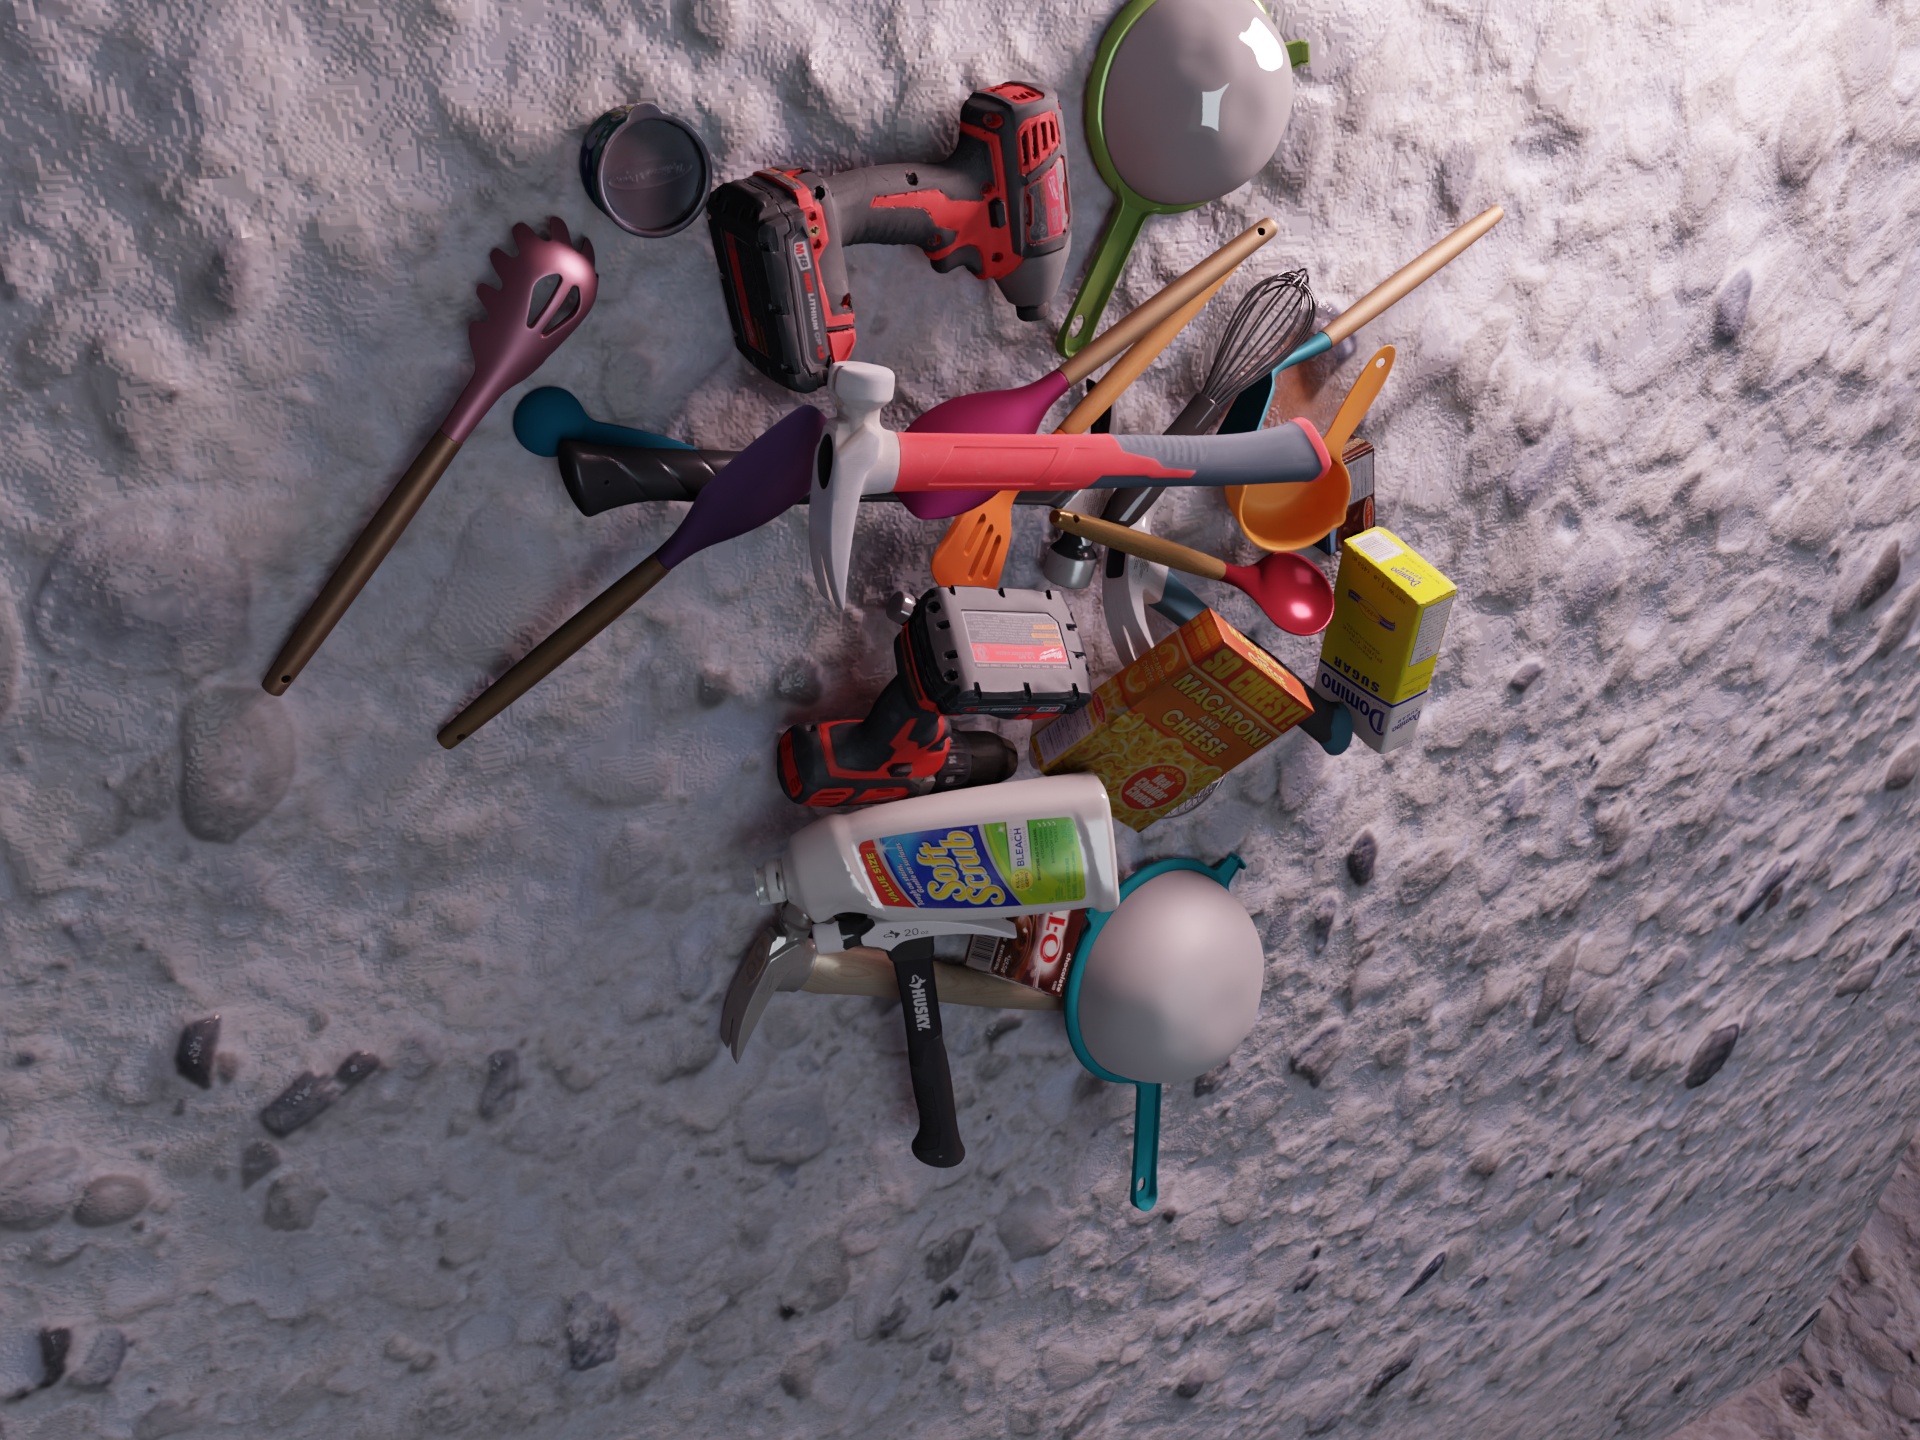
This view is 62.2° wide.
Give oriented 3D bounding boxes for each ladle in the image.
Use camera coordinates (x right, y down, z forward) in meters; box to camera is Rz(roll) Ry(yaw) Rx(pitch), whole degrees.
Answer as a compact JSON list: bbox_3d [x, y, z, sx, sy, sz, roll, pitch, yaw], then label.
[{"bbox_3d":[0.173,-0.113,1.155,0.315,0.031,0.069,11,69,-44],"label":"ladle"}]

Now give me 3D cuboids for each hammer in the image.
[{"bbox_3d":[-0.022,0.254,1.261,0.146,0.035,0.334,-8,133,-2],"label":"hammer"},{"bbox_3d":[-0.004,0.227,1.323,0.410,0.038,0.146,13,112,-39],"label":"hammer"},{"bbox_3d":[-0.060,-0.156,1.024,0.408,0.036,0.149,-4,119,-35],"label":"hammer"},{"bbox_3d":[0.083,-0.151,1.019,0.386,0.038,0.143,-6,116,-32],"label":"hammer"},{"bbox_3d":[0.216,-0.055,1.241,0.330,0.033,0.128,32,67,-41],"label":"hammer"}]

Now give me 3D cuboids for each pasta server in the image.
[{"bbox_3d":[-0.303,-0.142,0.894,0.060,0.040,0.316,29,104,-42],"label":"pasta server"}]

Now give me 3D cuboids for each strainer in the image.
[{"bbox_3d":[0.136,-0.344,1.019,0.151,0.069,0.256,13,109,-39],"label":"strainer"},{"bbox_3d":[0.195,0.294,1.401,0.211,0.095,0.340,-10,109,-37],"label":"strainer"}]

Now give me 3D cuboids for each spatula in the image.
[{"bbox_3d":[0.092,-0.202,1.055,0.322,0.041,0.080,-47,142,-4],"label":"spatula"},{"bbox_3d":[-0.197,-0.080,0.961,0.316,0.018,0.059,-37,144,10],"label":"spatula"},{"bbox_3d":[0.293,-0.285,1.177,0.317,0.082,0.044,-38,100,-13],"label":"spatula"}]

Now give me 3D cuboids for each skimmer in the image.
[{"bbox_3d":[0.082,-0.023,1.221,0.363,0.090,0.127,26,99,-31],"label":"skimmer"}]

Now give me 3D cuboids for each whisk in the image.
[{"bbox_3d":[0.172,-0.223,1.123,0.239,0.055,0.055,-52,133,-2],"label":"whisk"}]

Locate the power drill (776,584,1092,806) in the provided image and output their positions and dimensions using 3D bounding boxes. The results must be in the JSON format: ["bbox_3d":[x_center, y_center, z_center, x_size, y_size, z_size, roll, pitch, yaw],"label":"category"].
[{"bbox_3d":[-0.002,-0.003,1.089,0.187,0.080,0.226,0,155,-33],"label":"power drill"}]

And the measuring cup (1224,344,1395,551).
[{"bbox_3d":[0.263,-0.210,1.183,0.095,0.052,0.173,18,118,-24],"label":"measuring cup"}]

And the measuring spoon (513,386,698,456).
[{"bbox_3d":[-0.201,-0.163,0.946,0.128,0.021,0.042,11,112,-36],"label":"measuring spoon"}]

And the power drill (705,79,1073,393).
[{"bbox_3d":[-0.029,-0.283,0.950,0.219,0.079,0.143,-26,130,-21],"label":"power drill"}]

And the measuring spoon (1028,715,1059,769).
[{"bbox_3d":[0.067,-0.007,1.159,0.034,0.018,0.124,-1,131,-11],"label":"measuring spoon"}]

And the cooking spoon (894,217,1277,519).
[{"bbox_3d":[0.085,-0.235,1.026,0.319,0.017,0.069,-38,92,-12],"label":"cooking spoon"}]
